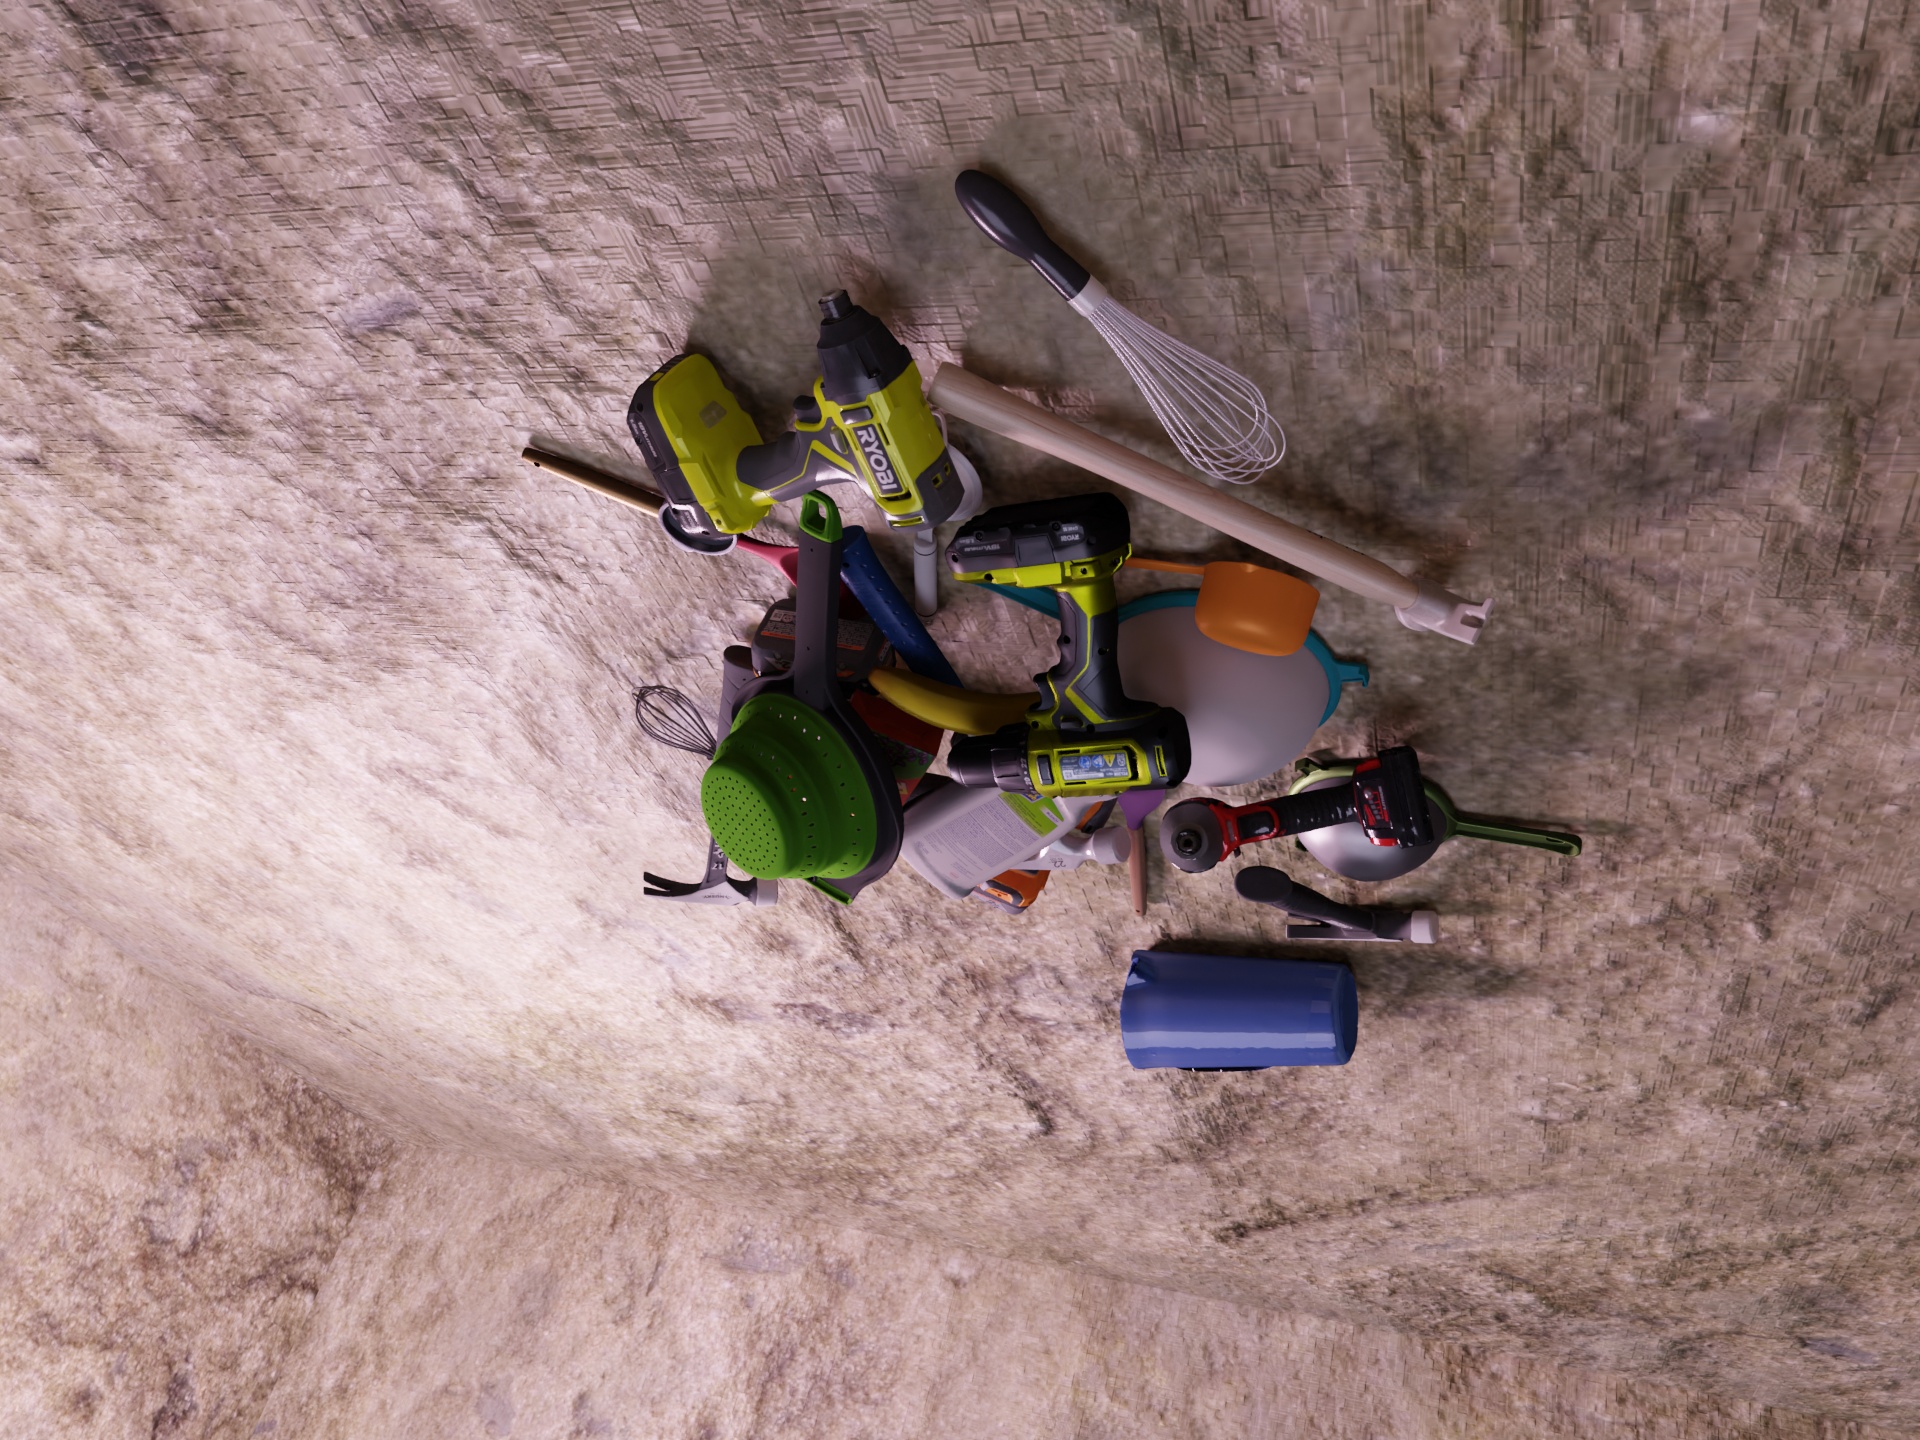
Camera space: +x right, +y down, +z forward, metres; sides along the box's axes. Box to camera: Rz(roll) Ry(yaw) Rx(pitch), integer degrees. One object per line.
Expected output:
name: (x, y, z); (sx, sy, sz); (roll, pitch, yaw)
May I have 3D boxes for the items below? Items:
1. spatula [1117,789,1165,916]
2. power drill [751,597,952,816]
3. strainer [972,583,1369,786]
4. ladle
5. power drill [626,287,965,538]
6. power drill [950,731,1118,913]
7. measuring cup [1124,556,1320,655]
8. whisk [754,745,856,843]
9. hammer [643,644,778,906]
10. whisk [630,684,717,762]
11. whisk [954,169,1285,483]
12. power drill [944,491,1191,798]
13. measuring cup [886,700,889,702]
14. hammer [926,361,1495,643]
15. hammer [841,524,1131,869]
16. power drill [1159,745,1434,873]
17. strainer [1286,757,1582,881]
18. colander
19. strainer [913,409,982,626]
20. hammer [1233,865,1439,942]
spatula: (0.177, 0.117, 1.584); (0.060, 0.018, 0.315); (16, 149, 18)
power drill: (-0.092, 0.005, 1.447); (0.185, 0.084, 0.226); (10, 136, 13)
strainer: (0.144, -0.031, 1.296); (0.340, 0.095, 0.211); (23, 148, -12)
ladle: (-0.218, -0.163, 1.334); (0.315, 0.031, 0.069); (22, 140, -4)
power drill: (-0.121, -0.211, 1.132); (0.223, 0.080, 0.171); (-2, 126, 35)
power drill: (0.042, 0.090, 1.551); (0.164, 0.084, 0.226); (26, 144, -3)
measuring cup: (0.182, -0.089, 1.209); (0.174, 0.052, 0.095); (12, 174, 25)
whisk: (-0.149, 0.073, 1.612); (0.059, 0.058, 0.246); (5, 156, 34)
hammer: (-0.243, 0.069, 1.626); (0.149, 0.036, 0.408); (1, 140, -13)
whisk: (-0.250, 0.031, 1.638); (0.055, 0.055, 0.238); (-10, 143, 37)
whisk: (0.104, -0.251, 1.018); (0.284, 0.070, 0.070); (38, 143, -22)
power drill: (0.064, -0.047, 1.214); (0.190, 0.080, 0.228); (-5, 109, 23)
measuring cup: (-0.080, 0.022, 1.555); (0.062, 0.029, 0.156); (26, 150, -14)
hammer: (0.169, -0.151, 1.099); (0.410, 0.038, 0.146); (24, -172, -3)
hammer: (-0.002, -0.004, 1.376); (0.144, 0.035, 0.405); (-11, 130, 33)
power drill: (0.275, 0.081, 1.327); (0.219, 0.078, 0.143); (-12, 178, 14)
strainer: (0.414, 0.112, 1.413); (0.256, 0.069, 0.151); (8, 147, 17)
colander: (-0.146, 0.001, 1.301); (0.205, 0.094, 0.396); (29, 131, 30)
strainer: (-0.028, -0.144, 1.261); (0.087, 0.050, 0.258); (21, 153, 11)
hammer: (0.326, 0.172, 1.469); (0.146, 0.035, 0.334); (-2, 166, 31)
